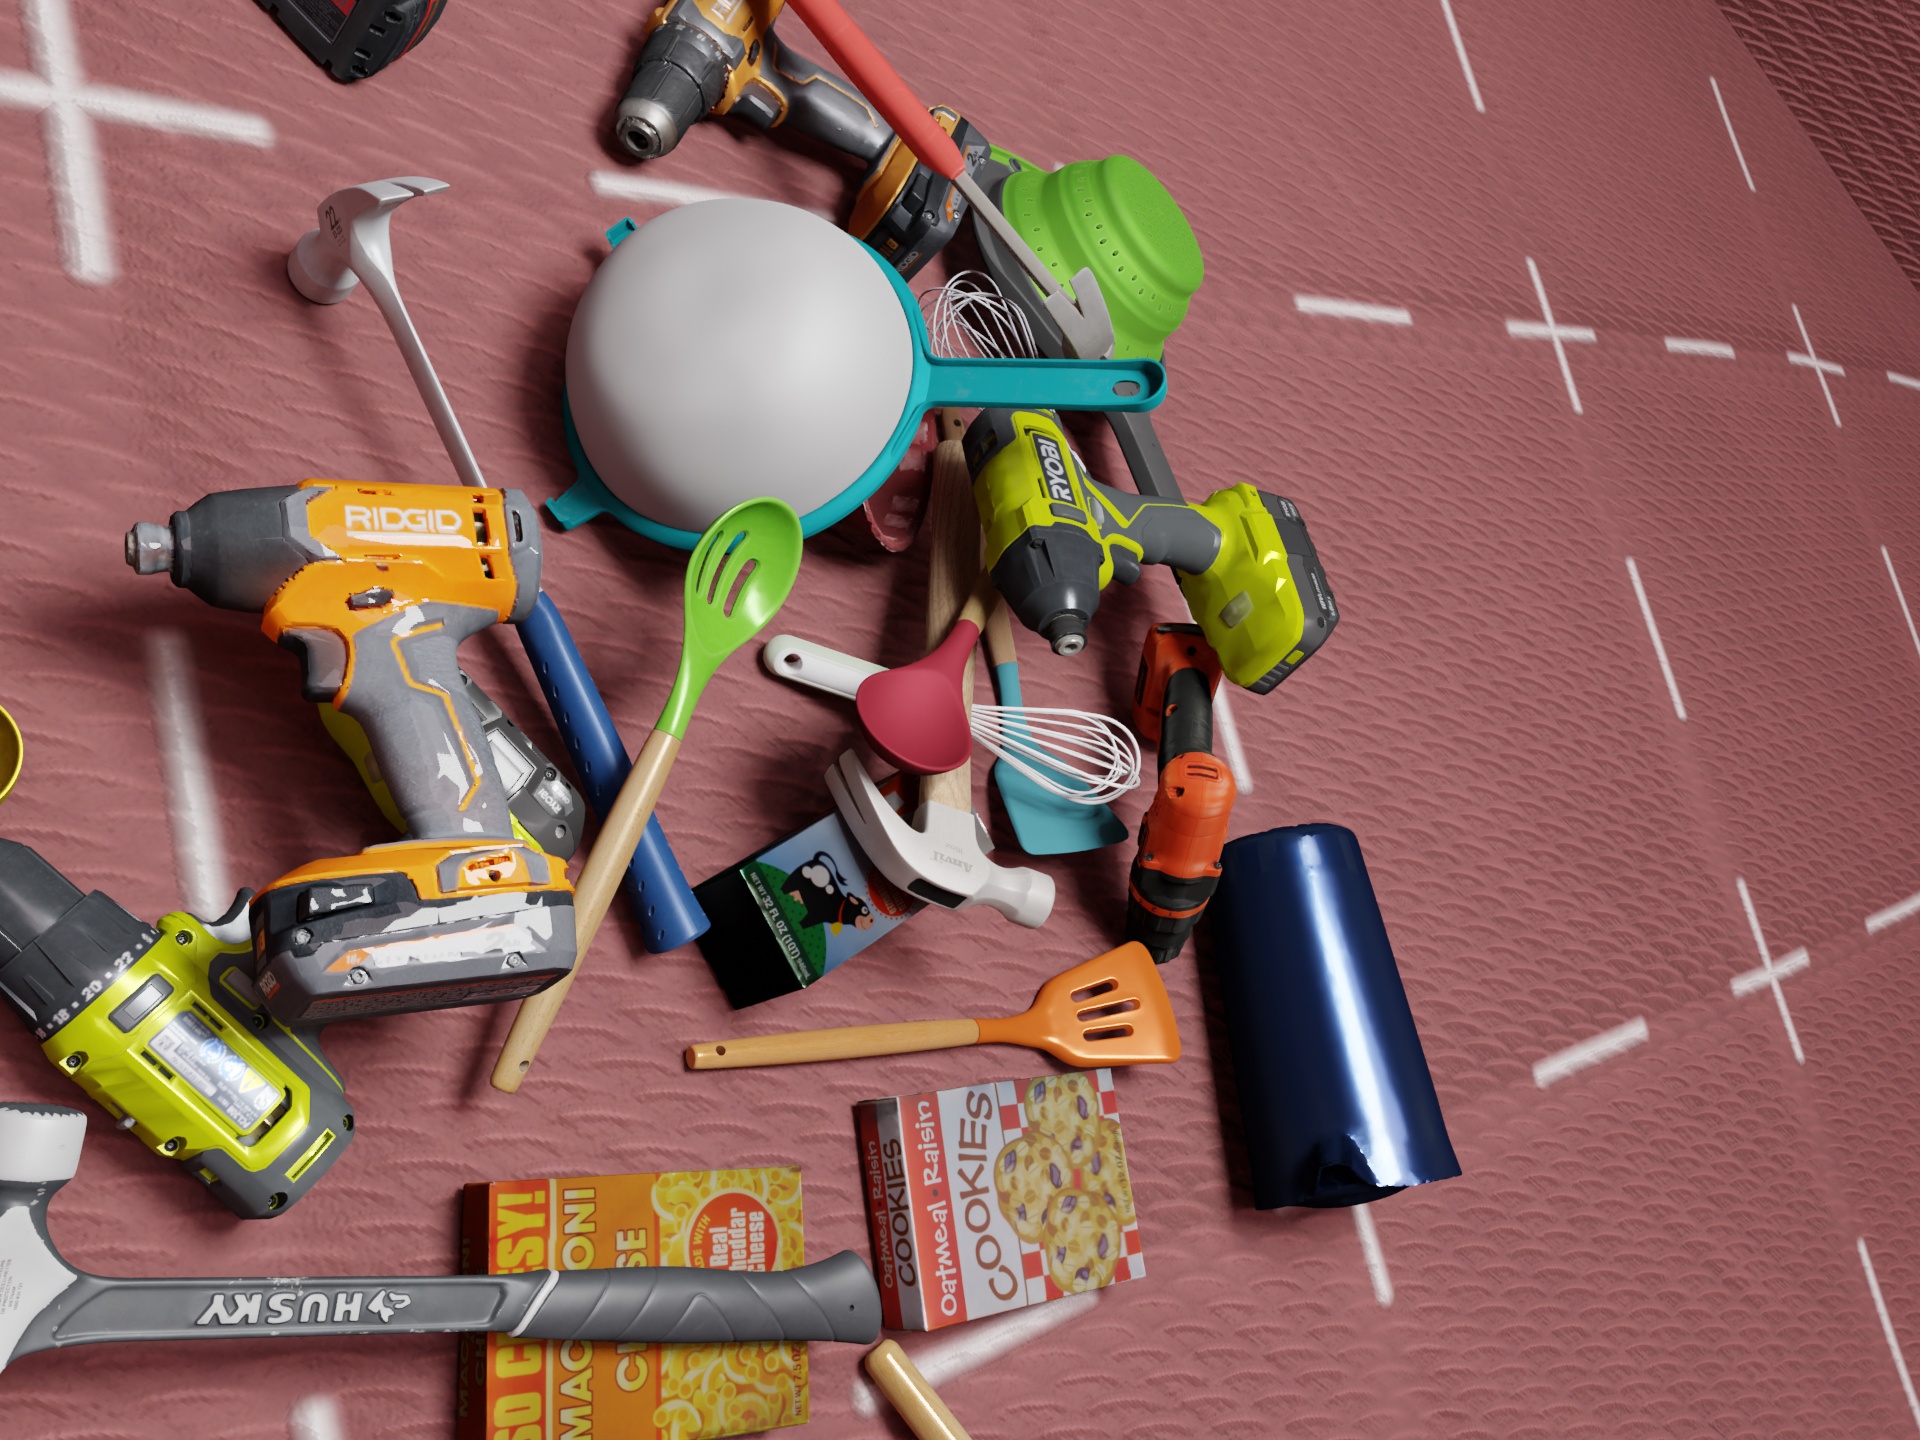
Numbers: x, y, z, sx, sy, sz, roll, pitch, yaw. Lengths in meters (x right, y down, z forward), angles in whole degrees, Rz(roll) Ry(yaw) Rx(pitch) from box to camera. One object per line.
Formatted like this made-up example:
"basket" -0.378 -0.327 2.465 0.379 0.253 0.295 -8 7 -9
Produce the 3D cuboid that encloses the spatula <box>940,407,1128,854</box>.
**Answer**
"spatula" 0.031 -0.064 1.040 0.082 0.044 0.318 -5 76 -31

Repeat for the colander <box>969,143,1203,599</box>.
"colander" 0.135 -0.259 1.119 0.204 0.094 0.397 -1 65 -53

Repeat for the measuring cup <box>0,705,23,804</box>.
"measuring cup" -0.456 0.025 0.623 0.156 0.029 0.062 -12 81 -30

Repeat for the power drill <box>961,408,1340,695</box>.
"power drill" 0.113 -0.094 0.957 0.223 0.080 0.171 12 49 -31

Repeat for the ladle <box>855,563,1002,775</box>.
"ladle" 0.011 -0.069 0.922 0.069 0.031 0.316 33 43 -6

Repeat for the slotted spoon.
"slotted spoon" -0.155 0.030 0.772 0.070 0.031 0.314 42 65 -52

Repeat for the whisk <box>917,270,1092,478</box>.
"whisk" 0.057 -0.186 1.053 0.284 0.070 0.070 47 47 -45

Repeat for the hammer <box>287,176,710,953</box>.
"hammer" -0.220 -0.072 0.795 0.035 0.144 0.405 -28 99 -36

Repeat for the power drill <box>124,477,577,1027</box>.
"power drill" -0.249 0.005 0.658 0.164 0.084 0.227 -1 71 -33

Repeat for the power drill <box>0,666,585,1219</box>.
"power drill" -0.296 0.072 0.698 0.190 0.080 0.228 50 52 -15

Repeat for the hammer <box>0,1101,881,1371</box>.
"hammer" -0.200 0.251 0.671 0.408 0.036 0.149 16 75 -38

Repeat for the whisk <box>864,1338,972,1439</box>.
"whisk" 0.033 0.424 0.817 0.245 0.051 0.047 50 45 10

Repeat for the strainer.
"strainer" -0.064 -0.197 0.835 0.095 0.340 0.211 61 35 -69

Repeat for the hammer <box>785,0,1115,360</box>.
"hammer" -0.031 -0.359 0.947 0.359 0.036 0.149 52 7 9

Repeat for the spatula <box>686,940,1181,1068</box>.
"spatula" -0.008 0.177 0.918 0.322 0.041 0.081 3 59 -37

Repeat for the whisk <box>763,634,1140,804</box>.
"whisk" -0.002 -0.003 0.958 0.246 0.057 0.059 19 18 -14

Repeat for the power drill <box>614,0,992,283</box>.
"power drill" -0.105 -0.378 1.026 0.226 0.084 0.185 34 55 -20

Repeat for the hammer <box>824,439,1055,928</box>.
"hammer" -0.008 -0.041 0.929 0.130 0.031 0.332 21 49 -24

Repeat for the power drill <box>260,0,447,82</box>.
"power drill" -0.318 -0.481 0.892 0.187 0.080 0.227 46 48 -17
